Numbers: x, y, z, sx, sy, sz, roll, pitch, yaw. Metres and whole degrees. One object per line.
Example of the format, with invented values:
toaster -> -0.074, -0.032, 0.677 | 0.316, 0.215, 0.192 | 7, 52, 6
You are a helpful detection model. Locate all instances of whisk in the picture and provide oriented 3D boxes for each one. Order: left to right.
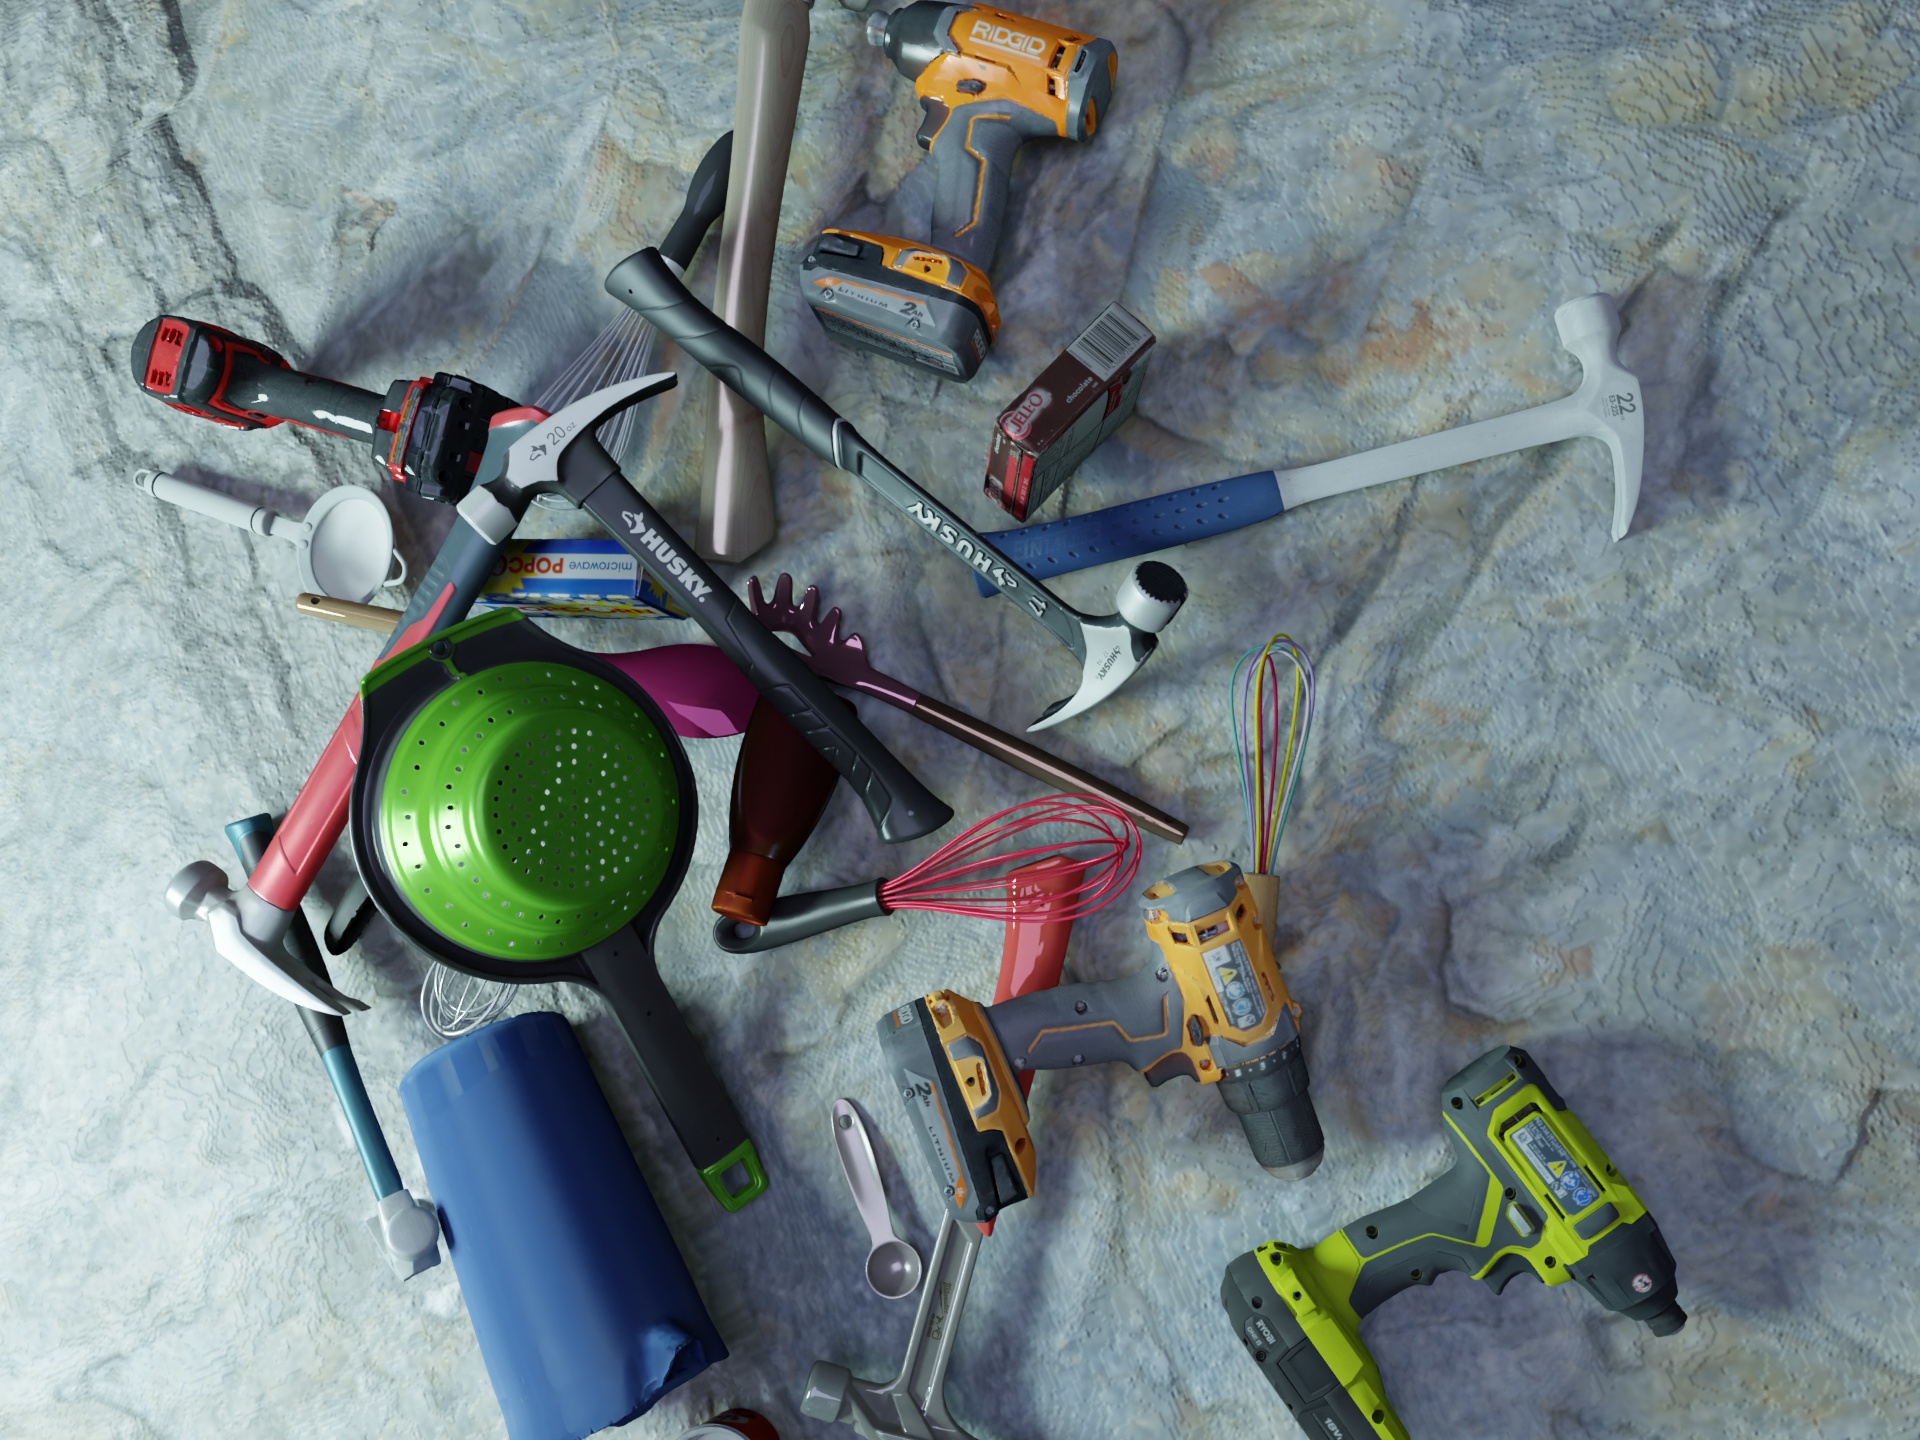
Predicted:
whisk -> -0.269, 0.084, 1.001 | 0.058, 0.059, 0.246 | 4, 65, 42
whisk -> -0.211, -0.266, 1.044 | 0.070, 0.070, 0.284 | 26, 85, 12
whisk -> -0.028, 0.102, 0.948 | 0.296, 0.073, 0.073 | -16, 82, 26
whisk -> 0.178, 0.070, 0.945 | 0.051, 0.047, 0.245 | 5, 89, 10

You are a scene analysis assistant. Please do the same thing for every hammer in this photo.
hammer -> -0.404, 0.200, 1.017 | 0.033, 0.128, 0.331 | -20, 69, -27
hammer -> -0.332, -0.012, 0.965 | 0.143, 0.038, 0.386 | 32, 93, 11
hammer -> -0.145, -0.307, 1.022 | 0.146, 0.038, 0.410 | 6, 89, -17
hammer -> -0.127, -0.055, 0.945 | 0.146, 0.035, 0.334 | -44, 96, -6
hammer -> -0.056, -0.151, 0.956 | 0.409, 0.149, 0.036 | 39, 48, 9
hammer -> 0.024, 0.257, 0.952 | 0.149, 0.036, 0.359 | 16, 85, -2
hammer -> 0.205, -0.136, 0.962 | 0.405, 0.035, 0.144 | -13, 82, 9

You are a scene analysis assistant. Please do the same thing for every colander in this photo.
colander -> -0.200, 0.123, 0.926 | 0.204, 0.094, 0.397 | -32, 102, -28

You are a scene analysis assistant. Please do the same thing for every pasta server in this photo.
pasta server -> -0.002, -0.003, 0.987 | 0.316, 0.040, 0.060 | 26, 47, 10

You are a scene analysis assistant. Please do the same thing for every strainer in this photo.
strainer -> -0.466, -0.135, 1.087 | 0.258, 0.050, 0.087 | 19, 95, 17

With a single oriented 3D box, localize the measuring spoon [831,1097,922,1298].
measuring spoon -> -0.055, 0.294, 0.984 | 0.034, 0.018, 0.124 | -20, 74, -2

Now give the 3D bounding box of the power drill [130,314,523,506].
power drill -> -0.403, -0.201, 1.036 | 0.219, 0.143, 0.078 | 16, 92, 5

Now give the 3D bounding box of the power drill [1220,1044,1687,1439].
power drill -> 0.274, 0.314, 0.887 | 0.223, 0.080, 0.171 | -36, 79, 2

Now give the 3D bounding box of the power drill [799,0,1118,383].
power drill -> -0.017, -0.345, 1.003 | 0.164, 0.084, 0.226 | 22, 85, 12

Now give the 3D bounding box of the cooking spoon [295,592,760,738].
cooking spoon -> -0.276, -0.044, 1.027 | 0.319, 0.017, 0.069 | 12, 62, 4

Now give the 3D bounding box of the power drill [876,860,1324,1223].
power drill -> 0.087, 0.203, 0.897 | 0.226, 0.084, 0.185 | -22, 95, -4
